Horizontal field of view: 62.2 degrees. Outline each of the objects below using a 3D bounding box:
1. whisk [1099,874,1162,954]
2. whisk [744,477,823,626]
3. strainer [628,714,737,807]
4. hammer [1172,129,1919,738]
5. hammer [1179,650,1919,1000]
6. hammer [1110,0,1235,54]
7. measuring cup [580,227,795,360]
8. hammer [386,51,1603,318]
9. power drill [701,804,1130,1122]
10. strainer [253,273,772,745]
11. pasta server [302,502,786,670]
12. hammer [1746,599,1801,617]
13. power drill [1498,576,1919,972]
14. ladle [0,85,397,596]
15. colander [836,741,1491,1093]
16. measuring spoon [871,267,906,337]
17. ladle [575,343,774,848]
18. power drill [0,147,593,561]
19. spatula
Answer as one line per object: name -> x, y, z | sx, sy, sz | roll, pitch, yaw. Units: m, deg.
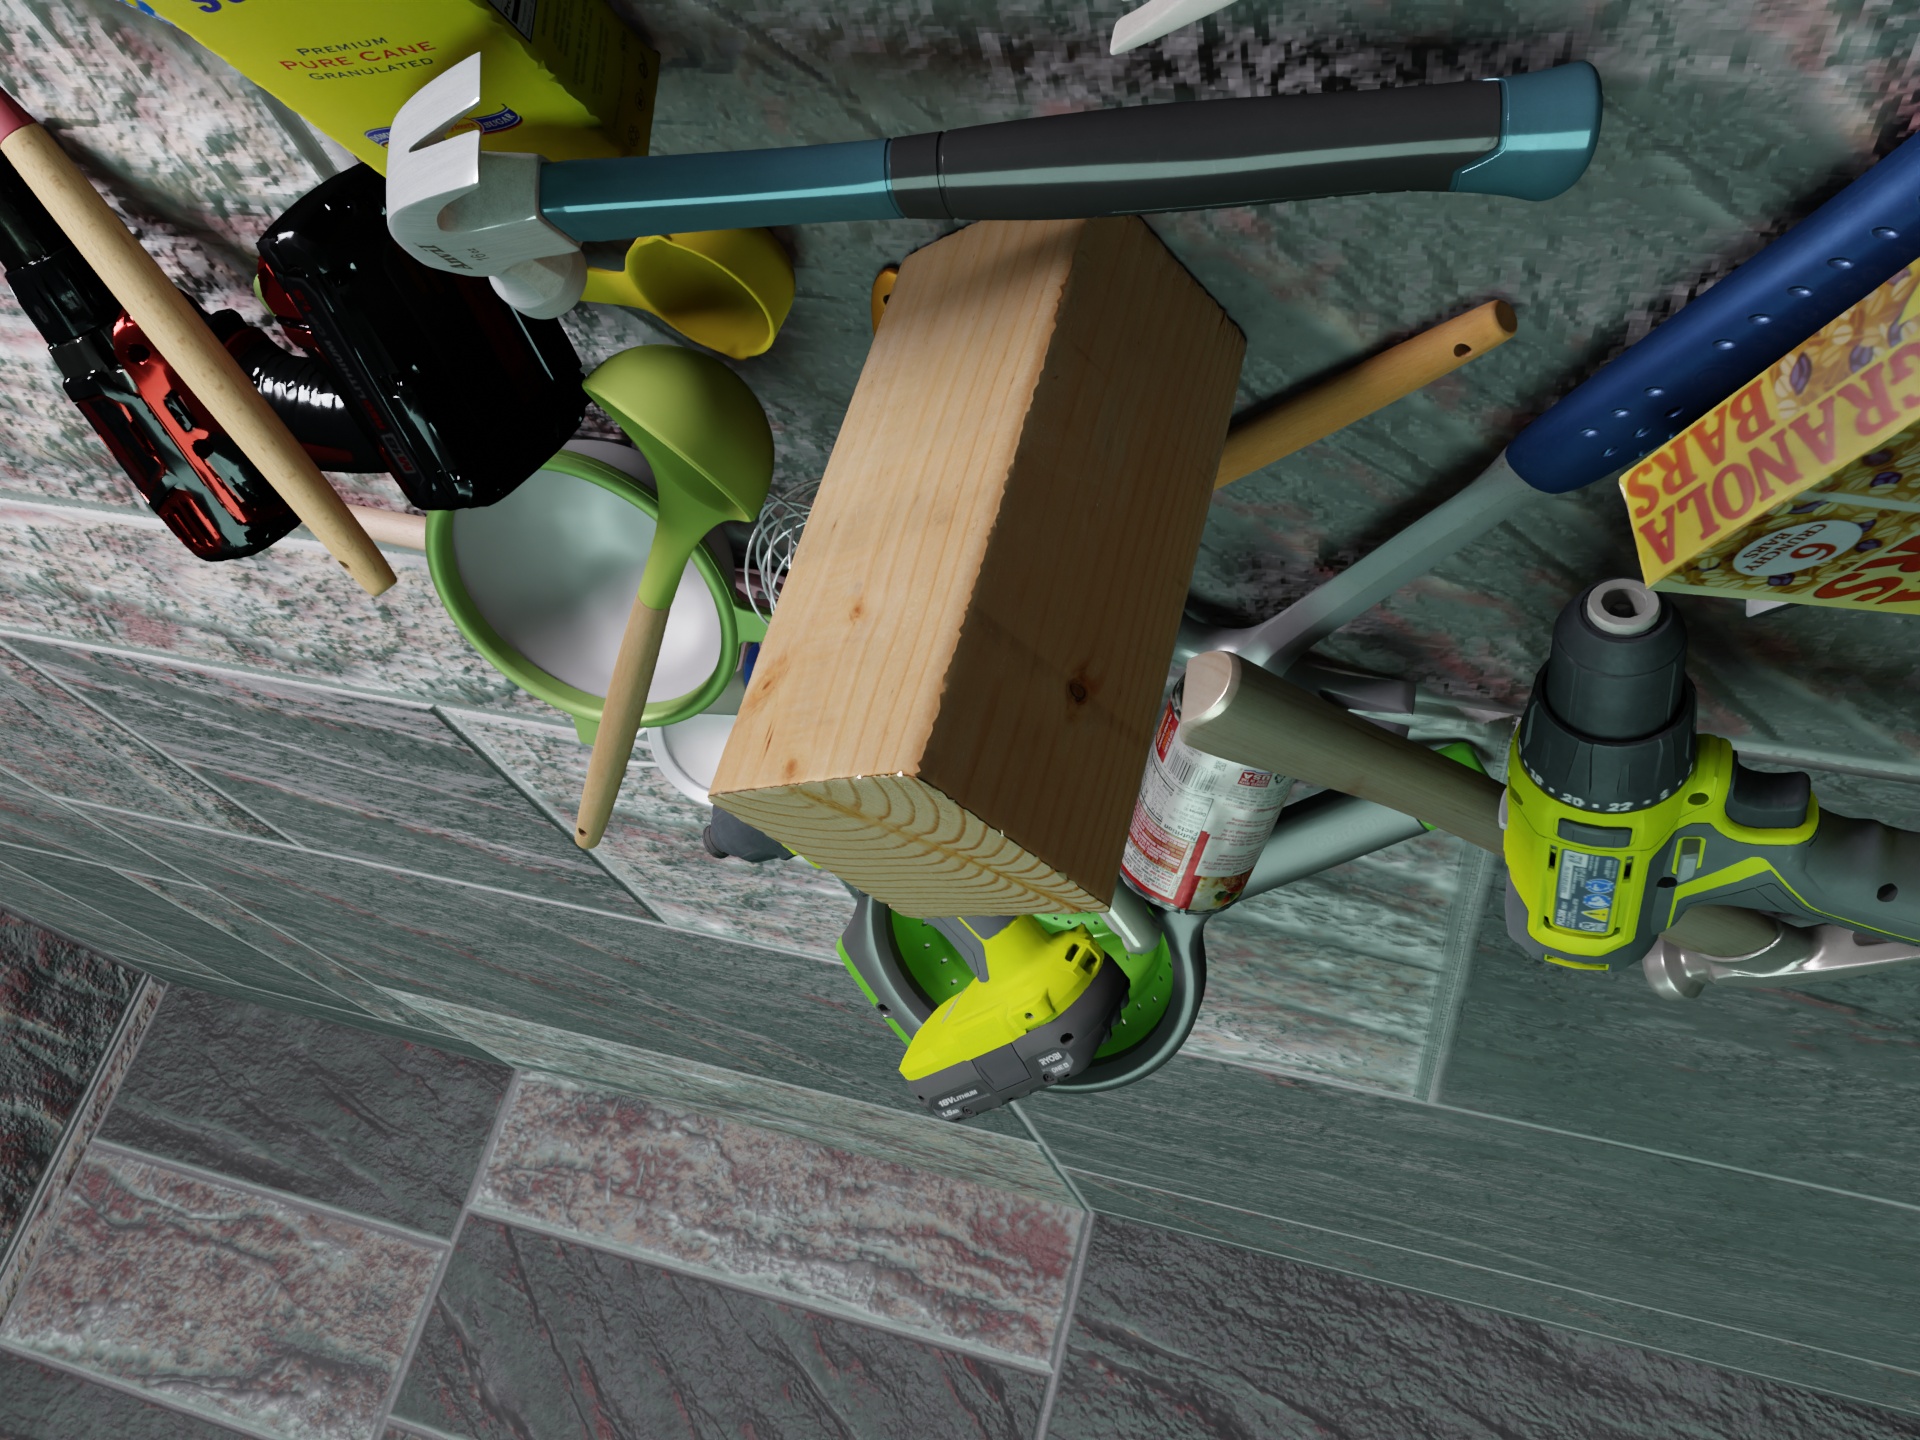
whisk -> 0.030, 0.030, 0.790 | 0.246, 0.059, 0.058 | 52, -175, -23
whisk -> -0.002, -0.003, 0.697 | 0.070, 0.070, 0.284 | -2, 143, 36
strainer -> -0.085, 0.000, 0.890 | 0.258, 0.050, 0.087 | -7, 104, 34
hammer -> 0.192, -0.079, 0.534 | 0.144, 0.035, 0.405 | 22, 156, -12
hammer -> 0.266, 0.051, 0.708 | 0.410, 0.038, 0.146 | 22, 152, -29
hammer -> -0.063, -0.232, 0.368 | 0.331, 0.031, 0.130 | 13, 156, 10
measuring cup -> -0.125, -0.167, 0.574 | 0.157, 0.029, 0.062 | 17, 159, 30
hammer -> -0.003, -0.150, 0.437 | 0.331, 0.033, 0.128 | 0, 179, 12
power drill -> -0.028, 0.098, 0.852 | 0.171, 0.080, 0.223 | -31, 100, 35
strainer -> -0.193, -0.109, 0.704 | 0.151, 0.069, 0.256 | -27, 115, 38
pasta server -> -0.211, -0.076, 0.807 | 0.316, 0.060, 0.040 | 12, 120, 17
hammer -> 0.401, 0.021, 0.619 | 0.127, 0.034, 0.336 | -2, 151, 35
power drill -> 0.309, 0.031, 0.555 | 0.228, 0.080, 0.190 | 8, 143, 21
ladle -> -0.293, -0.170, 0.525 | 0.315, 0.031, 0.069 | 55, 152, -18
colander -> 0.111, 0.080, 0.883 | 0.397, 0.094, 0.204 | -27, 106, 34
measuring spoon -> -0.023, -0.128, 0.597 | 0.021, 0.011, 0.116 | 14, 157, 7
ladle -> -0.141, -0.029, 0.668 | 0.078, 0.062, 0.320 | 38, 138, 8
power drill -> -0.270, -0.153, 0.599 | 0.227, 0.080, 0.187 | -1, 129, 34
spatula -> 0.072, -0.079, 0.605 | 0.081, 0.041, 0.322 | 39, 149, -20
